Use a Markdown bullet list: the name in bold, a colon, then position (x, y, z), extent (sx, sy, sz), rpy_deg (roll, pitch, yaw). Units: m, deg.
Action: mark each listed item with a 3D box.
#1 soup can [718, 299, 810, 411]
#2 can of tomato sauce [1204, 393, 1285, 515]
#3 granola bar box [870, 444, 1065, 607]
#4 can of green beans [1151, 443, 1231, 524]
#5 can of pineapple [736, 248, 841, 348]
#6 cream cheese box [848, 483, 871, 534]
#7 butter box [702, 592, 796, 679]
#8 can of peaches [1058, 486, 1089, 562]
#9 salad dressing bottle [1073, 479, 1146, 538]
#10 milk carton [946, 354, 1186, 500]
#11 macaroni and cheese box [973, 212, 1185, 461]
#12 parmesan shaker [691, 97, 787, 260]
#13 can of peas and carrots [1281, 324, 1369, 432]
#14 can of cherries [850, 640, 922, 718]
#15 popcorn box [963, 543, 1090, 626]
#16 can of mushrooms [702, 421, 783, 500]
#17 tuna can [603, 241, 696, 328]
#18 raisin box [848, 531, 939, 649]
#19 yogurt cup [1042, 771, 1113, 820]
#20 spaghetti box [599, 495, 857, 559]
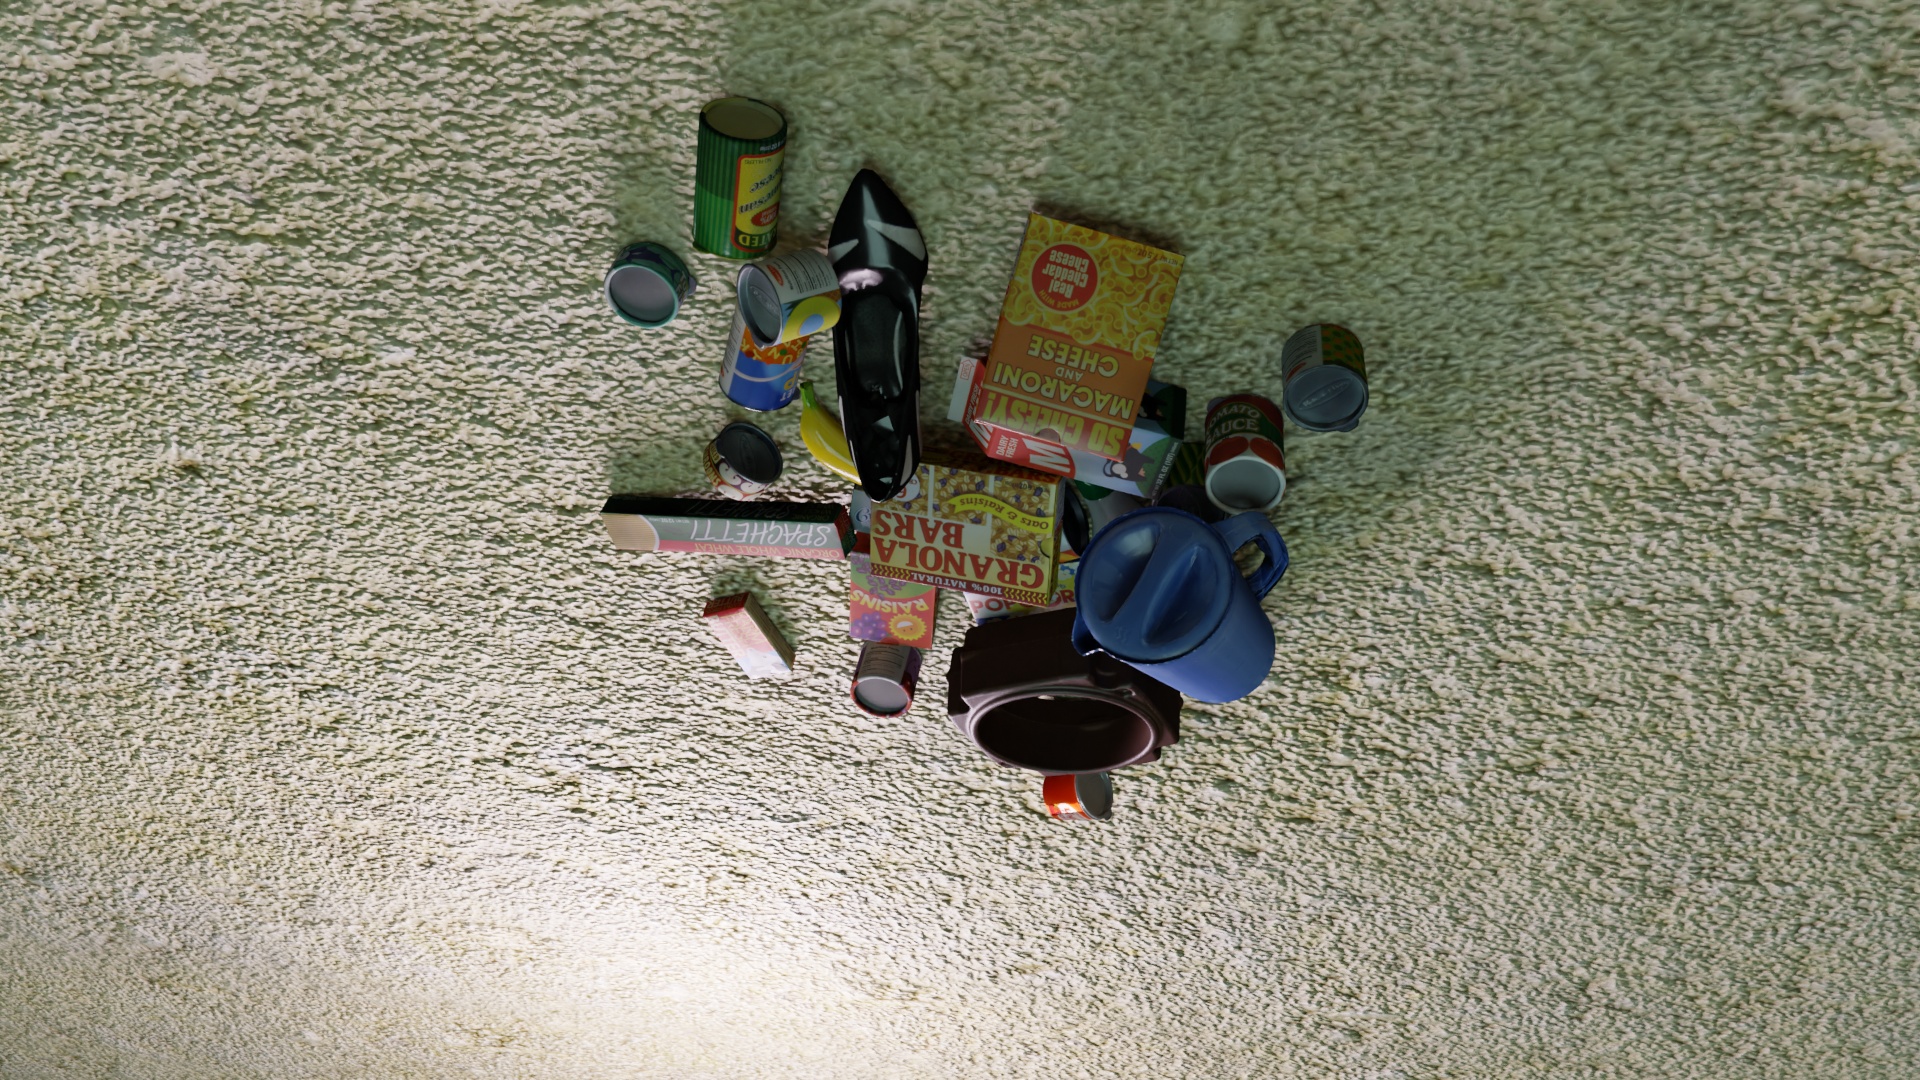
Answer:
- **soup can**: position (-0.160, -0.160, 1.164), extent (0.071, 0.072, 0.083), rpy_deg (18, 133, -6)
- **can of tomato sauce**: position (0.235, -0.072, 1.155), extent (0.071, 0.083, 0.070), rpy_deg (5, 133, 6)
- **granola bar box**: position (0.004, -0.015, 1.212), extent (0.165, 0.039, 0.123), rpy_deg (10, 120, 13)
- **can of green beans**: position (0.200, -0.042, 1.207), extent (0.071, 0.058, 0.071), rpy_deg (6, 133, 6)
- **can of pineapple**: position (-0.135, -0.190, 1.091), extent (0.071, 0.058, 0.070), rpy_deg (34, 135, 42)
- **cream cheese box**: position (-0.052, -0.025, 1.296), extent (0.104, 0.024, 0.053), rpy_deg (13, 133, 0)
- **butter box**: position (-0.219, 0.099, 1.445), extent (0.053, 0.024, 0.103), rpy_deg (-14, 129, 22)
- **can of peaches**: position (0.078, -0.010, 1.258), extent (0.058, 0.071, 0.071), rpy_deg (-16, 128, 24)
- **salad dressing bottle**: position (0.139, -0.022, 1.248), extent (0.064, 0.044, 0.147), rpy_deg (-18, 127, 21)
- **milk carton**: position (0.087, -0.104, 1.162), extent (0.191, 0.074, 0.072), rpy_deg (14, 133, -2)
- **macaroni and cheese box**: position (0.090, -0.157, 1.080), extent (0.124, 0.040, 0.166), rpy_deg (15, 101, -2)
- **parmesan shaker**: position (-0.170, -0.274, 1.056), extent (0.071, 0.072, 0.102), rpy_deg (13, 134, -1)
- **can of peas and carrots**: position (0.292, -0.128, 1.109), extent (0.071, 0.059, 0.070), rpy_deg (5, 134, 6)
- **can of cherries**: position (-0.076, 0.142, 1.433), extent (0.071, 0.059, 0.071), rpy_deg (6, 133, 6)
- **popcorn box**: position (0.069, 0.044, 1.326), extent (0.126, 0.038, 0.085), rpy_deg (-8, 130, 18)
- **can of mushrooms**: position (-0.198, -0.072, 1.251), extent (0.071, 0.071, 0.033), rpy_deg (36, 131, -21)
- **tuna can**: position (-0.259, -0.211, 1.158), extent (0.071, 0.033, 0.070), rpy_deg (6, 133, 6)
- **raisin box**: position (-0.063, 0.048, 1.356), extent (0.086, 0.040, 0.122), rpy_deg (8, 134, 2)
- **yogurt cup**: position (0.126, 0.274, 1.513), extent (0.054, 0.073, 0.072), rpy_deg (-19, 127, 36)
- **spaghetti box**: position (-0.222, -0.013, 1.320), extent (0.250, 0.029, 0.050), rpy_deg (3, 134, 18)
